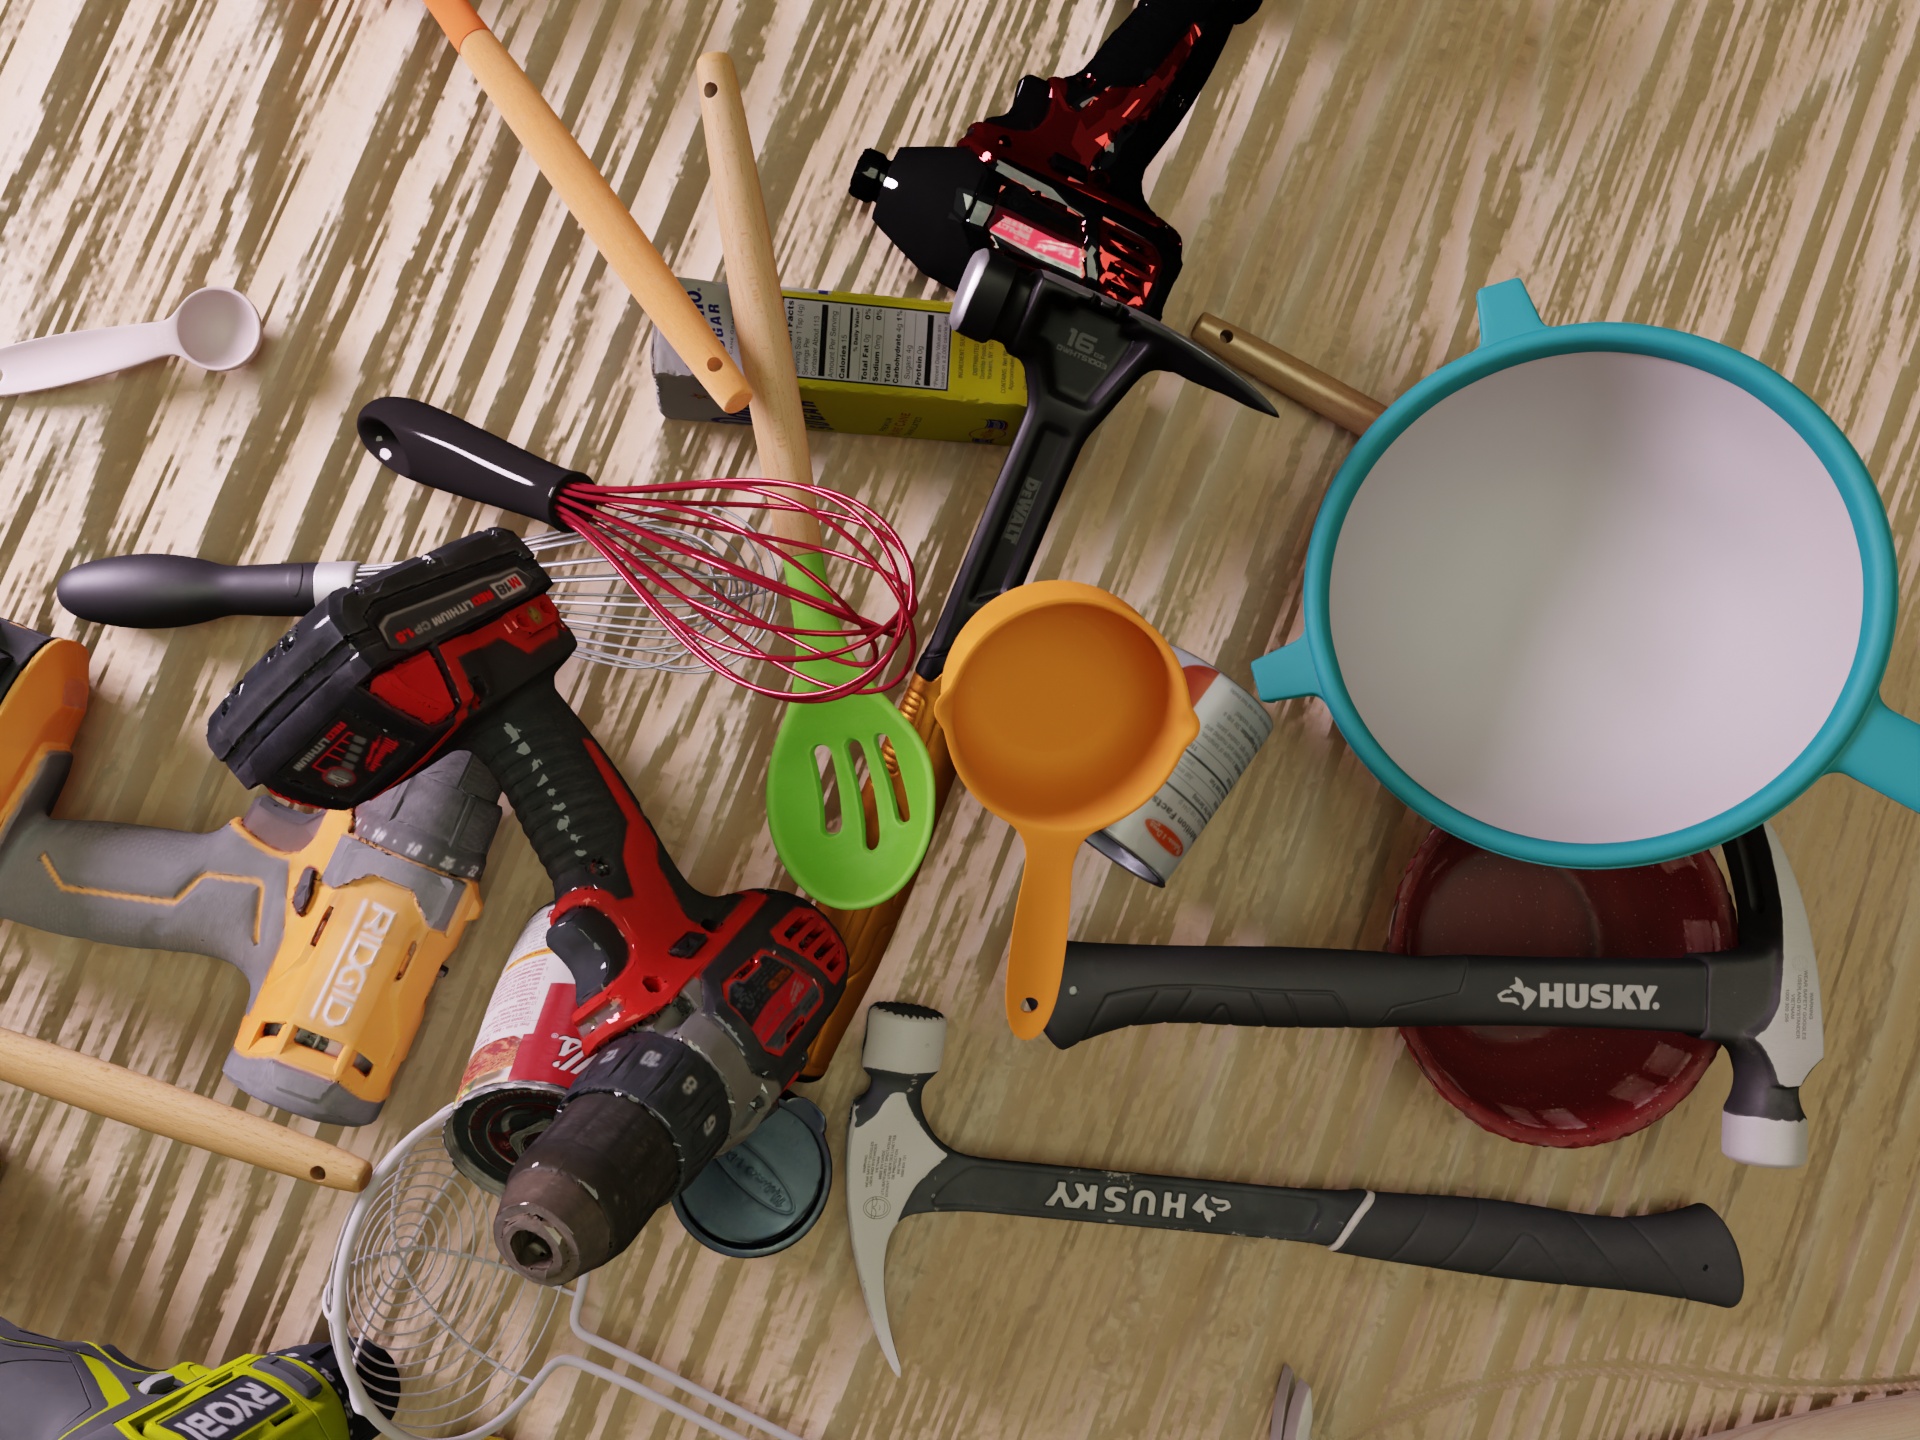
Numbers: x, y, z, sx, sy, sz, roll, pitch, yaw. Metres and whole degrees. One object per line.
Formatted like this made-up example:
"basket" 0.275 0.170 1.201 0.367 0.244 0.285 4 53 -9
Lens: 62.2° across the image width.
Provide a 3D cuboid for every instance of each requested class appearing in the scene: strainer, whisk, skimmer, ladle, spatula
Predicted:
"strainer" 0.302 -0.013 0.626 0.340 0.095 0.211 32 94 17
"whisk" -0.216 -0.054 0.640 0.284 0.070 0.070 0 88 -4
"skimmer" -0.077 0.277 0.628 0.363 0.090 0.127 31 51 -8
"whisk" -0.129 -0.075 0.580 0.296 0.073 0.073 23 84 32
"ladle" -0.360 0.119 0.581 0.315 0.031 0.069 16 101 7
"ladle" 0.247 -0.101 0.706 0.320 0.062 0.078 28 91 -4
"spatula" -0.169 -0.236 0.609 0.081 0.041 0.323 -34 76 -6

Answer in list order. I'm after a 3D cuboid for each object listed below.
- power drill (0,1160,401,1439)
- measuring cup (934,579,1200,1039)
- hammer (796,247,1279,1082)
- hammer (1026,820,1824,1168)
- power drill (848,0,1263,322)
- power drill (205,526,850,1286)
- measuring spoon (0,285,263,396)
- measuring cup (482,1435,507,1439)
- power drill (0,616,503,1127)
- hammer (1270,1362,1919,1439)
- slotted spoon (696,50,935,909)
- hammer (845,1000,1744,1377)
"power drill" -0.322 0.224 0.563 0.228 0.190 0.080 25 86 8
"measuring cup" 0.031 0.032 0.596 0.095 0.052 0.173 4 108 -7
"hammer" -0.001 -0.002 0.627 0.127 0.034 0.337 21 104 -12
"hammer" 0.187 0.103 0.643 0.334 0.035 0.146 3 88 -7
"power drill" 0.050 -0.278 0.676 0.143 0.078 0.220 22 88 -6
"power drill" -0.145 0.060 0.539 0.080 0.188 0.226 -36 96 27
"measuring spoon" -0.343 -0.149 0.646 0.124 0.018 0.034 -12 90 -2
"measuring cup" -0.169 0.356 0.650 0.062 0.029 0.156 -35 105 -8
"power drill" -0.293 0.032 0.614 0.226 0.084 0.185 25 82 -11
"hammer" 0.340 0.330 0.714 0.410 0.038 0.146 -8 88 -9
"slotted spoon" -0.061 -0.087 0.585 0.070 0.031 0.314 -9 94 21
"hammer" 0.150 0.221 0.691 0.409 0.036 0.149 9 88 -8
